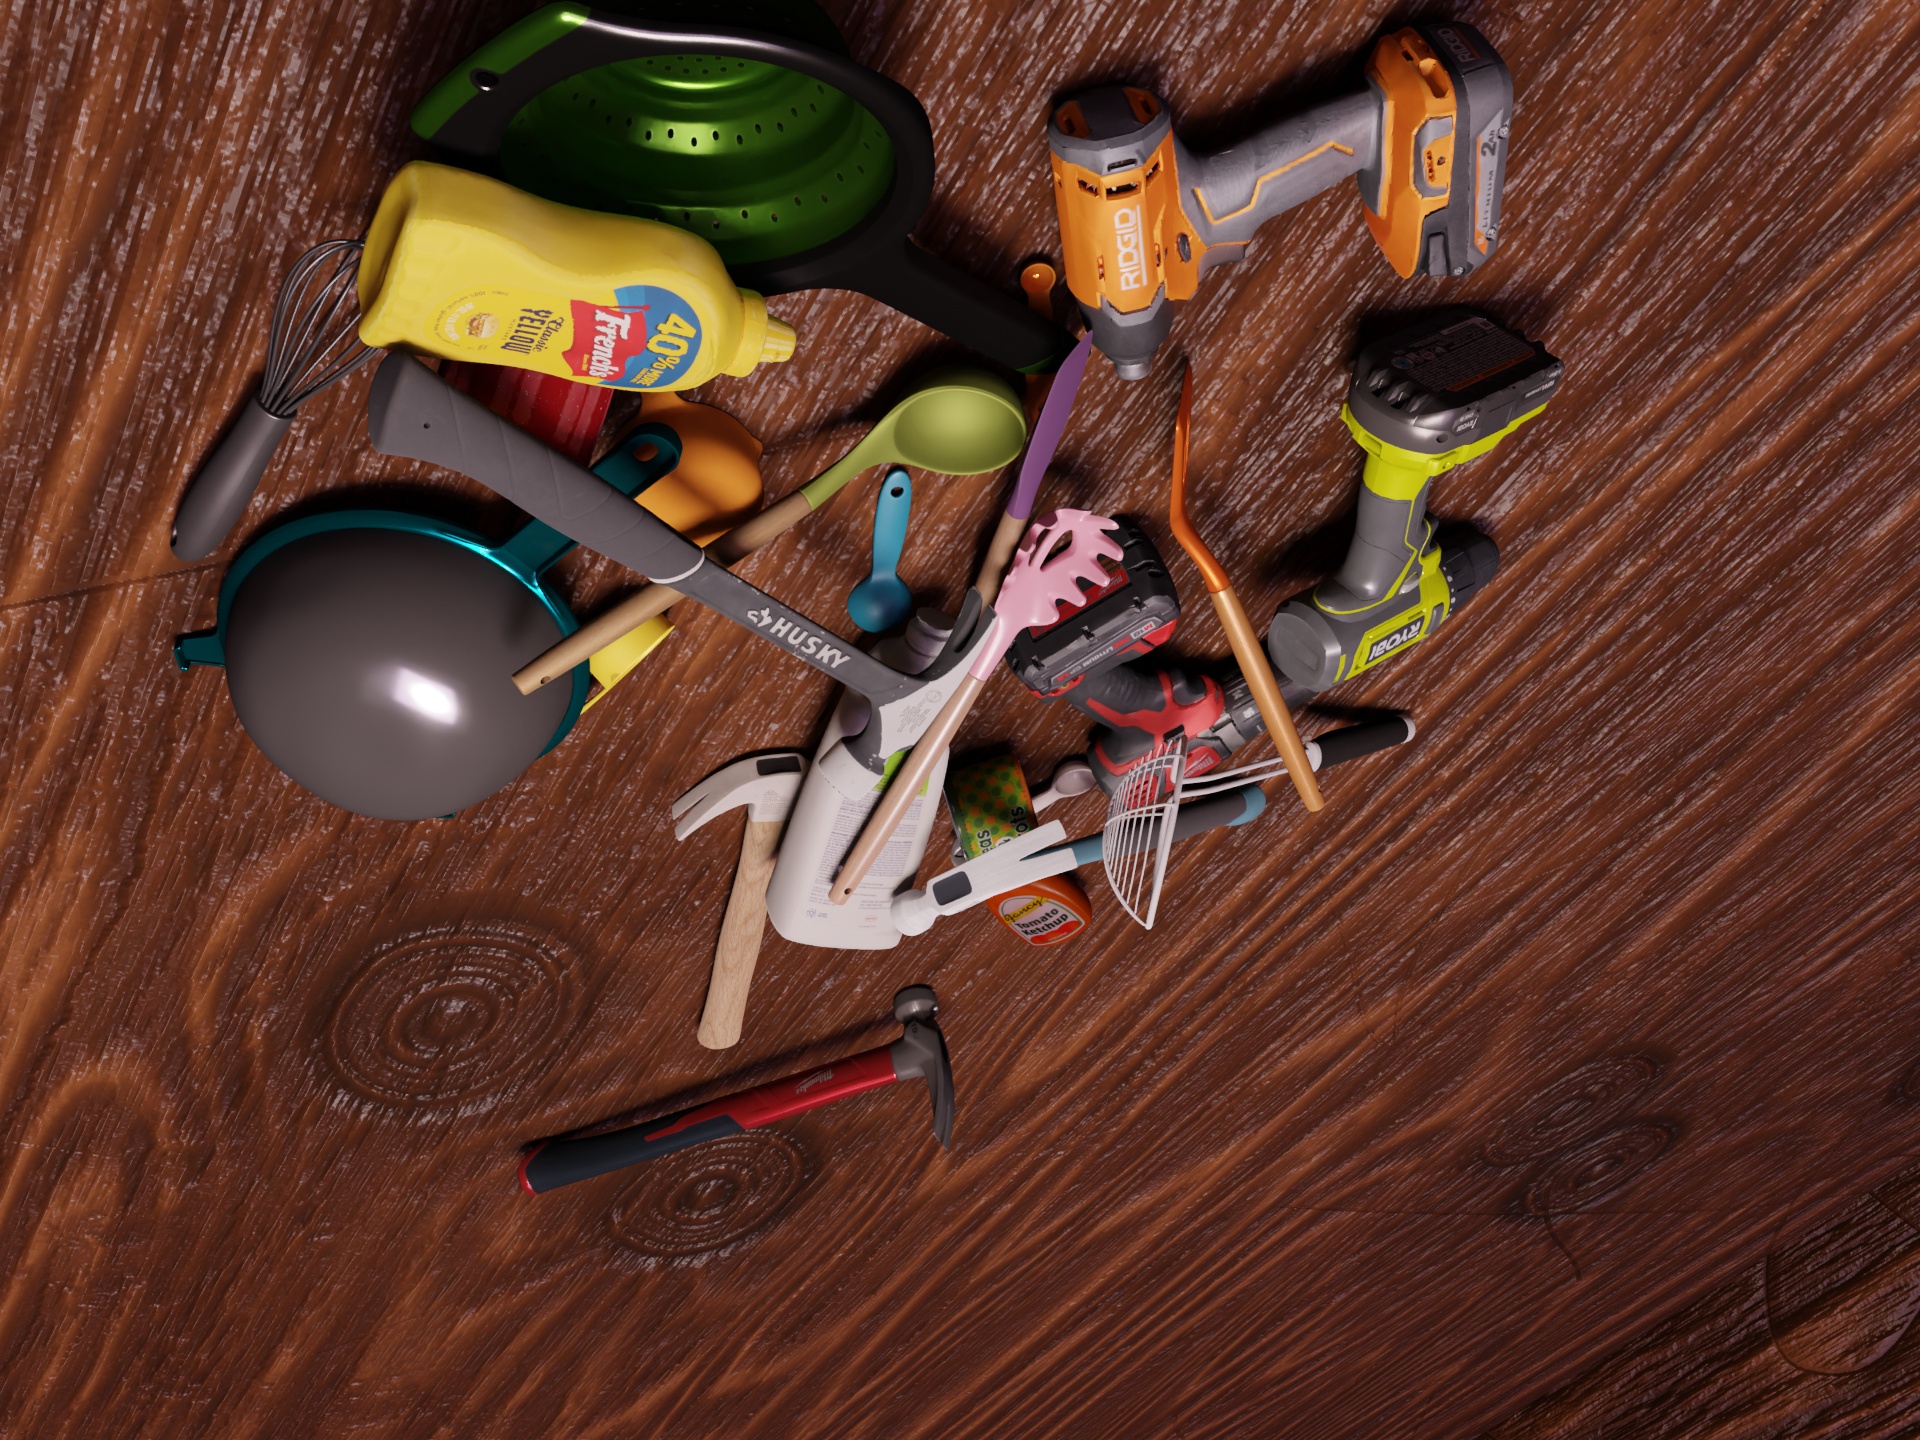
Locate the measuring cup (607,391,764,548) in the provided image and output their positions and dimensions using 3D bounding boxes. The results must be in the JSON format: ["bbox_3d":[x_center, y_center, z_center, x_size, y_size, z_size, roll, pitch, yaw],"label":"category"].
[{"bbox_3d":[-0.160,-0.156,0.868,0.095,0.052,0.173,-15,140,-4],"label":"measuring cup"}]

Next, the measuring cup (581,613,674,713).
[{"bbox_3d":[-0.236,-0.025,0.997,0.156,0.062,0.029,-35,101,36],"label":"measuring cup"}]

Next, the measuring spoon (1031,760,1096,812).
[{"bbox_3d":[0.048,0.061,1.205,0.124,0.018,0.034,-30,142,23],"label":"measuring spoon"}]

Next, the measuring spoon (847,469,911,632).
[{"bbox_3d":[-0.044,-0.100,0.991,0.042,0.021,0.128,-4,138,-15],"label":"measuring spoon"}]

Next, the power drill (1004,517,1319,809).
[{"bbox_3d":[0.143,-0.039,1.086,0.188,0.080,0.226,-30,140,13],"label":"power drill"}]

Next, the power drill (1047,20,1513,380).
[{"bbox_3d":[0.165,-0.269,0.847,0.226,0.084,0.164,-13,139,0],"label":"power drill"}]

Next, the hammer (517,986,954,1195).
[{"bbox_3d":[-0.192,0.345,1.338,0.386,0.143,0.038,-19,135,7],"label":"hammer"}]

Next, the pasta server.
[{"bbox_3d":[-0.002,-0.003,1.000,0.060,0.040,0.316,20,112,-31],"label":"pasta server"}]

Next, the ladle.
[{"bbox_3d":[-0.101,-0.100,0.876,0.320,0.062,0.078,-35,154,-13],"label":"ladle"}]

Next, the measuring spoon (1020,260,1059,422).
[{"bbox_3d":[0.046,-0.215,0.913,0.021,0.011,0.116,-8,141,-1],"label":"measuring spoon"}]

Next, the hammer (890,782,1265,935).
[{"bbox_3d":[0.108,0.088,1.146,0.331,0.033,0.128,-11,165,-43],"label":"hammer"}]

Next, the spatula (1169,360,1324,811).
[{"bbox_3d":[0.180,-0.067,0.999,0.041,0.081,0.322,-16,121,24],"label":"spatula"}]

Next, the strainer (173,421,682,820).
[{"bbox_3d":[-0.276,-0.042,0.874,0.340,0.095,0.210,-32,126,28],"label":"strainer"}]

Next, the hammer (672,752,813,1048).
[{"bbox_3d":[-0.164,0.146,1.203,0.130,0.031,0.331,0,135,-20],"label":"hammer"}]

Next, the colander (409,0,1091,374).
[{"bbox_3d":[-0.064,-0.264,0.764,0.204,0.094,0.396,-15,163,37],"label":"colander"}]

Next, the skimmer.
[{"bbox_3d":[0.229,0.049,1.108,0.363,0.090,0.127,-13,121,-39],"label":"skimmer"}]

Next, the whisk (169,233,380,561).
[{"bbox_3d":[-0.347,-0.157,0.807,0.055,0.055,0.239,23,129,-36],"label":"whisk"}]

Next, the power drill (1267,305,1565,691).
[{"bbox_3d":[0.297,-0.138,1.012,0.190,0.080,0.228,-26,143,-27],"label":"power drill"}]

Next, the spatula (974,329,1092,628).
[{"bbox_3d":[0.029,-0.112,0.970,0.018,0.060,0.315,31,143,7],"label":"spatula"}]

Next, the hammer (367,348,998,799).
[{"bbox_3d":[-0.130,-0.076,0.827,0.149,0.036,0.408,-46,140,11],"label":"hammer"}]
